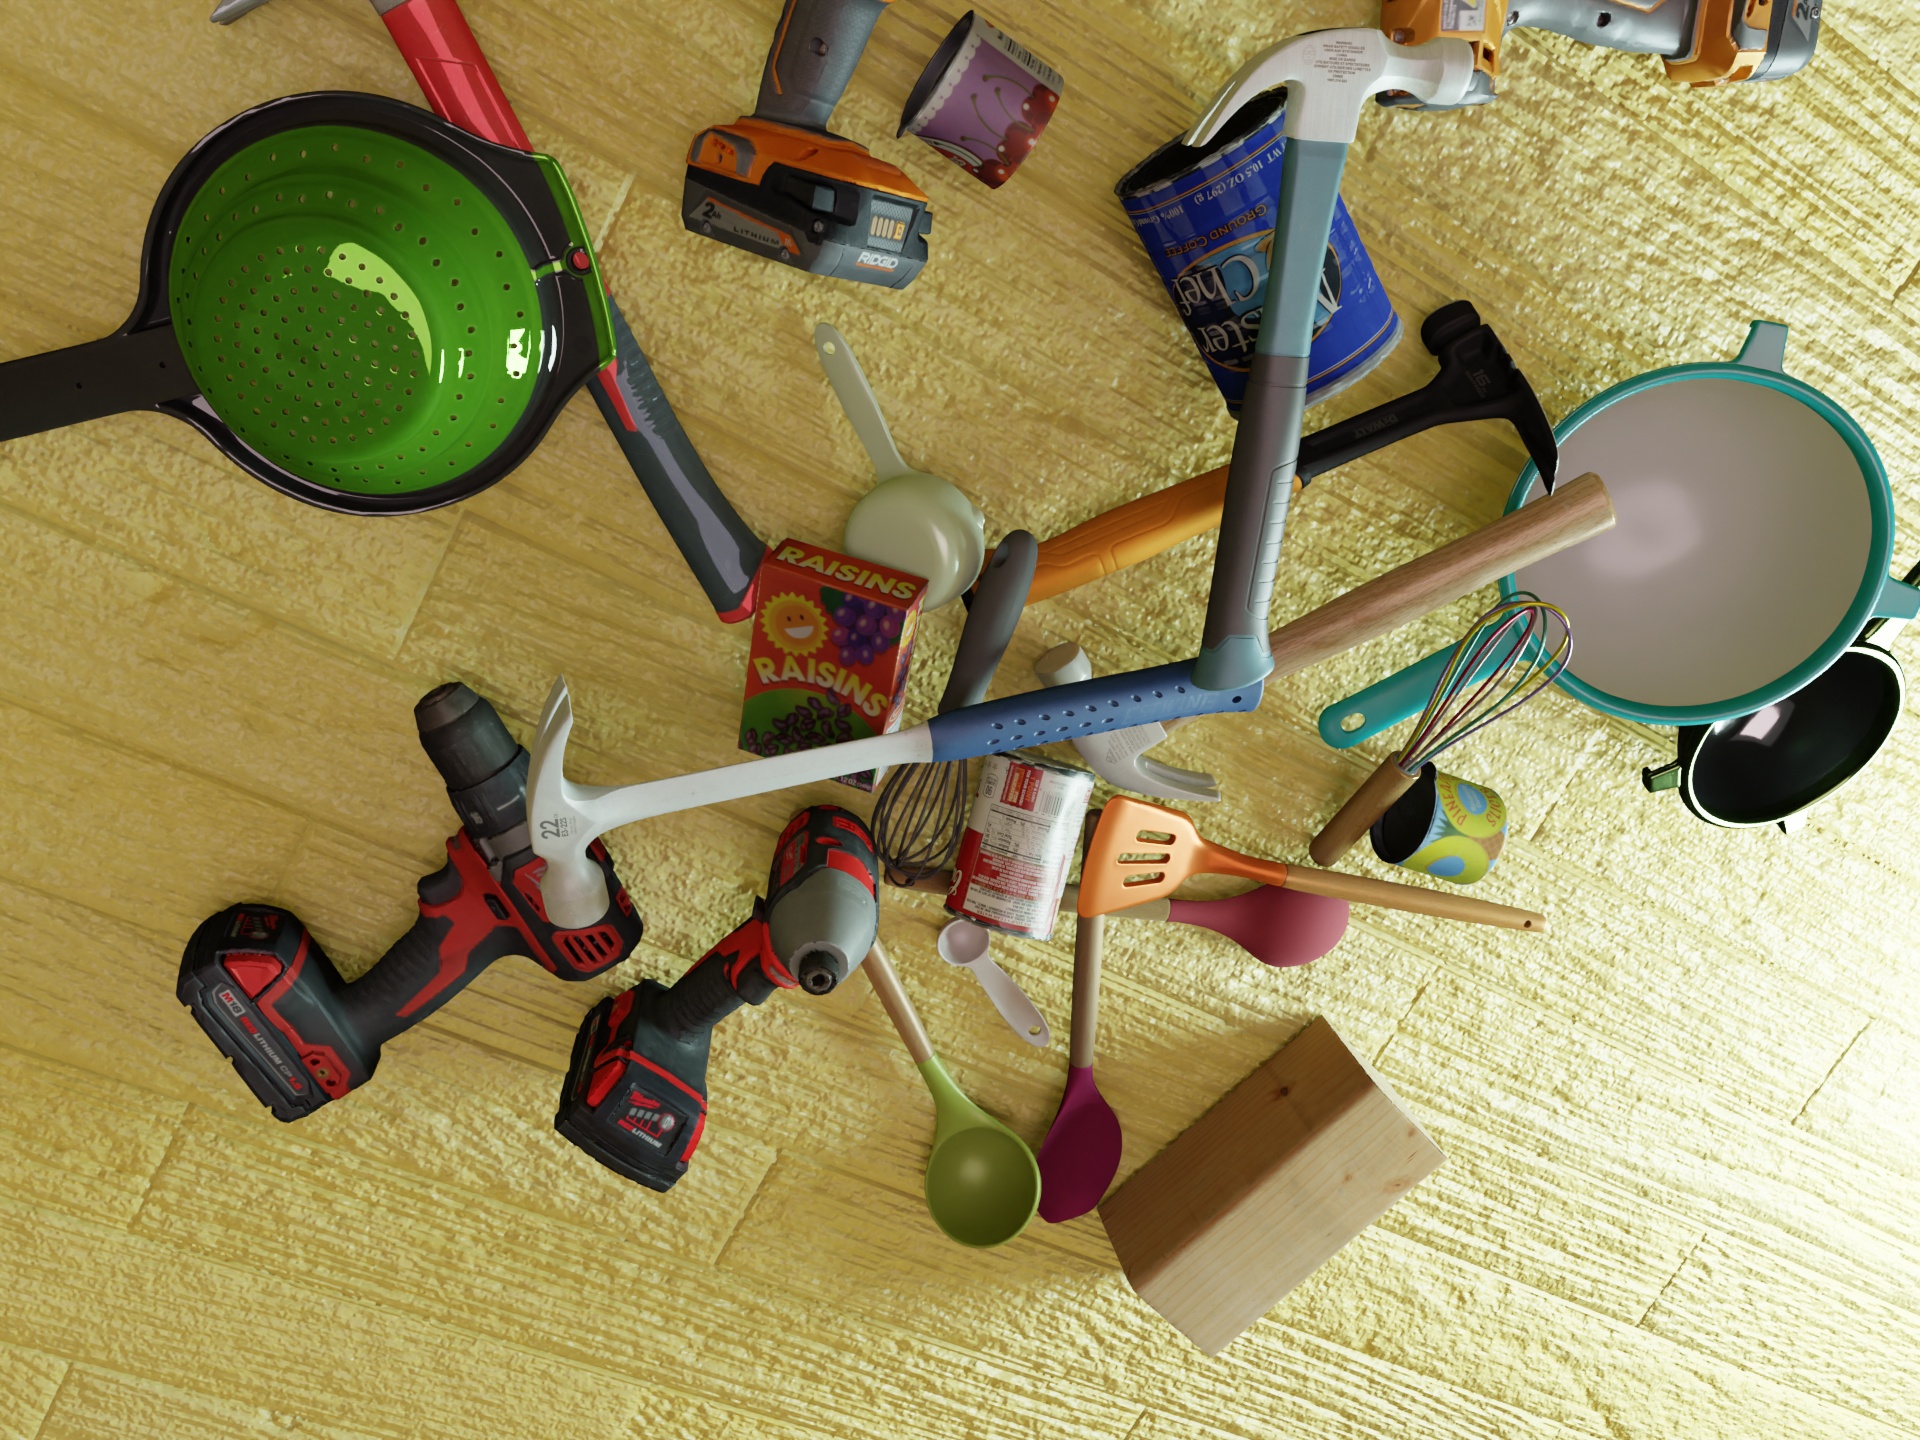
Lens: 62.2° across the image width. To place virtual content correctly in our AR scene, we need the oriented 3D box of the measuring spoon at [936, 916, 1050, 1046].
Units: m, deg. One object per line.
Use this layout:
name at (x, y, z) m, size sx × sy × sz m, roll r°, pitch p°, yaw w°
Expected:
measuring spoon at (0.023, 0.167, 1.018) m, size 0.034 × 0.018 × 0.124 m, roll -34°, pitch 119°, yaw 2°

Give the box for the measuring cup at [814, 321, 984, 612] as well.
measuring cup at (-0.047, -0.135, 0.865) m, size 0.083 × 0.038 × 0.167 m, roll -17°, pitch 105°, yaw 33°

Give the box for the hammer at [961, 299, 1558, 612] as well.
hammer at (0.159, -0.125, 0.897) m, size 0.337 × 0.127 × 0.034 m, roll -22°, pitch 151°, yaw 2°

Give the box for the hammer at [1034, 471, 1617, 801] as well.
hammer at (0.218, -0.051, 0.927) m, size 0.331 × 0.031 × 0.130 m, roll -26°, pitch 116°, yaw 14°

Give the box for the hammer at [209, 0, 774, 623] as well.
hammer at (-0.213, -0.213, 0.816) m, size 0.143 × 0.038 × 0.386 m, roll -26°, pitch 113°, yaw 0°

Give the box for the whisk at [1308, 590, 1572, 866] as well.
whisk at (0.273, 0.011, 0.944) m, size 0.047 × 0.051 × 0.244 m, roll -6°, pitch 145°, yaw -31°

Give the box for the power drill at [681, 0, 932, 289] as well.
power drill at (-0.044, -0.326, 0.745) m, size 0.084 × 0.164 × 0.226 m, roll -7°, pitch 118°, yaw -49°

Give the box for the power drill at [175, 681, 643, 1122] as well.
power drill at (-0.315, 0.100, 0.890) m, size 0.226 × 0.080 × 0.187 m, roll -28°, pitch 113°, yaw -4°

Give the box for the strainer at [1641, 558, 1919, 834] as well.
strainer at (0.537, -0.048, 0.993) m, size 0.151 × 0.069 × 0.256 m, roll 14°, pitch 121°, yaw -26°

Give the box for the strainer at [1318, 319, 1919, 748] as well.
strainer at (0.371, -0.080, 0.965) m, size 0.340 × 0.095 × 0.211 m, roll -29°, pitch 101°, yaw 20°

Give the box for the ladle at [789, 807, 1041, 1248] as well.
ladle at (-0.034, 0.195, 0.993) m, size 0.078 × 0.062 × 0.320 m, roll -21°, pitch 110°, yaw 12°

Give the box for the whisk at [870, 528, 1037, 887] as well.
whisk at (-0.002, -0.002, 0.906) m, size 0.055 × 0.055 × 0.238 m, roll 12°, pitch 120°, yaw -15°

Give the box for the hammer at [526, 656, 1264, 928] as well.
hammer at (-0.027, 0.009, 0.851) m, size 0.405 × 0.035 × 0.144 m, roll -12°, pitch 130°, yaw -14°

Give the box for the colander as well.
colander at (-0.369, -0.166, 0.748) m, size 0.397 × 0.095 × 0.204 m, roll -13°, pitch 114°, yaw 1°

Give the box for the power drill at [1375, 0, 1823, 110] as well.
power drill at (0.332, -0.420, 0.833) m, size 0.226 × 0.084 × 0.185 m, roll -4°, pitch 109°, yaw -6°

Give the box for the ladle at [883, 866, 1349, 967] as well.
ladle at (0.106, 0.115, 1.008) m, size 0.315 × 0.031 × 0.069 m, roll 8°, pitch 104°, yaw -12°

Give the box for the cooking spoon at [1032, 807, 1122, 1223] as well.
cooking spoon at (0.079, 0.198, 1.020) m, size 0.068 × 0.017 × 0.318 m, roll -10°, pitch 119°, yaw -23°

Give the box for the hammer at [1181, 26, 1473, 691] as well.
hammer at (0.161, -0.171, 0.800) m, size 0.128 × 0.033 × 0.330 m, roll 2°, pitch 112°, yaw -9°

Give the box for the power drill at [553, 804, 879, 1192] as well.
power drill at (-0.129, 0.157, 0.900) m, size 0.078 × 0.143 × 0.219 m, roll 38°, pitch 108°, yaw -19°

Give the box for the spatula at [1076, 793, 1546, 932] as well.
spatula at (0.227, 0.105, 0.997) m, size 0.322 × 0.041 × 0.081 m, roll 11°, pitch 105°, yaw -12°
